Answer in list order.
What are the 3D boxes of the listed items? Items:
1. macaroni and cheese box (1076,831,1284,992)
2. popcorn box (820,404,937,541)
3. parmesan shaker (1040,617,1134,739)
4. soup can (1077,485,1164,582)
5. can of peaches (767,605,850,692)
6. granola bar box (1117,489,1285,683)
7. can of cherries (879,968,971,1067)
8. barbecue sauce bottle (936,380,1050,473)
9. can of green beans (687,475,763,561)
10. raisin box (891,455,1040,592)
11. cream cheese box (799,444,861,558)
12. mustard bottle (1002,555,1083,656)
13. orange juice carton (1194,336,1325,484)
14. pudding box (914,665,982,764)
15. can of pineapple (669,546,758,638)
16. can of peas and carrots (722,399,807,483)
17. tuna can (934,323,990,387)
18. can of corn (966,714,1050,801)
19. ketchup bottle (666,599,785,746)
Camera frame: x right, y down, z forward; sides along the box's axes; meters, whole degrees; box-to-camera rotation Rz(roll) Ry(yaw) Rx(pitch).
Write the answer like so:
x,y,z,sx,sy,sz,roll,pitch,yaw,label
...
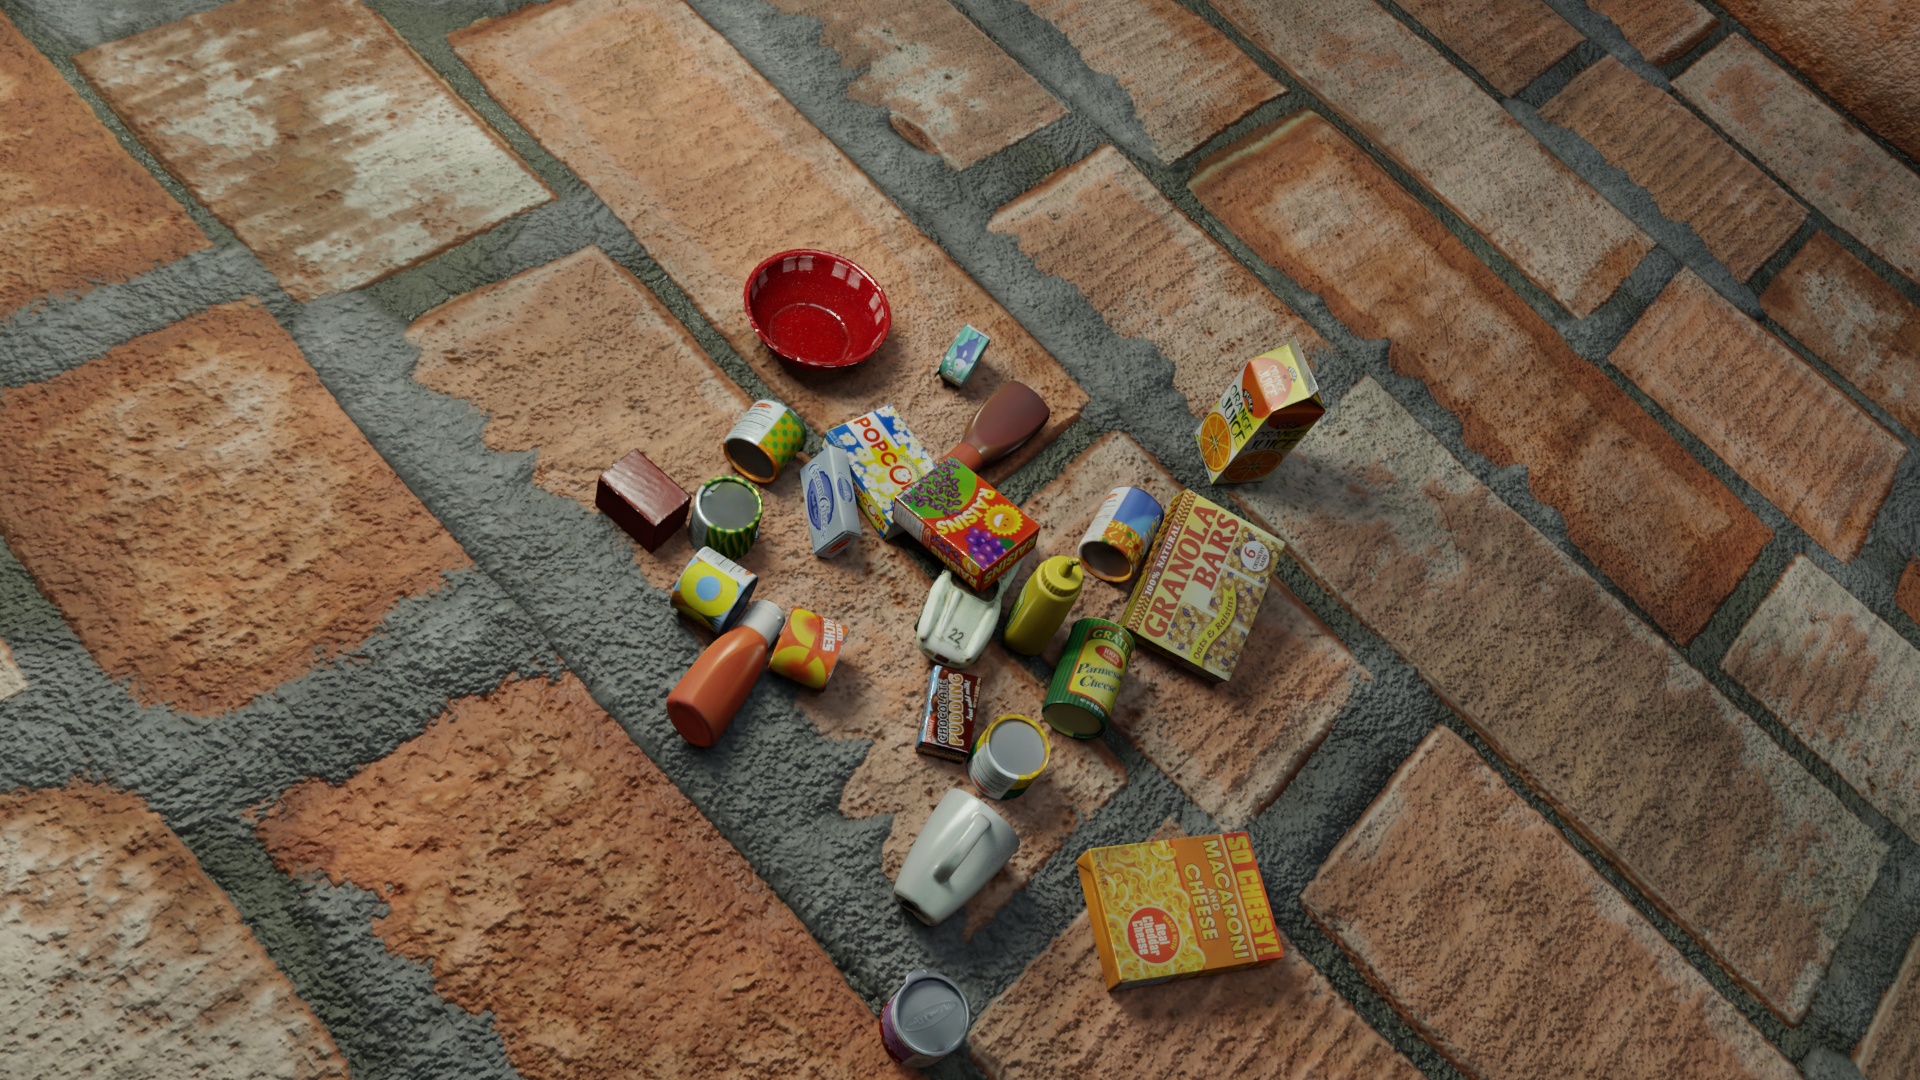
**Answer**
x,y,z,sx,sy,sz,roll,pitch,yaw,label
0.203,0.342,1.290,0.167,0.040,0.124,-2,60,-19,macaroni and cheese box
-0.076,-0.073,1.447,0.085,0.038,0.127,-26,71,-30,popcorn box
0.129,0.138,1.374,0.071,0.071,0.103,26,55,-3,parmesan shaker
0.173,-0.005,1.475,0.071,0.071,0.084,32,56,2,soup can
-0.141,0.100,1.301,0.058,0.071,0.071,23,55,-3,can of peaches
0.251,0.048,1.453,0.124,0.039,0.166,28,73,-7,granola bar box
-0.031,0.400,1.163,0.071,0.058,0.072,8,58,-13,can of cherries
0.032,-0.112,1.506,0.065,0.043,0.149,40,56,8,barbecue sauce bottle
-0.229,-0.022,1.352,0.071,0.057,0.071,9,58,-14,can of green beans
0.005,-0.017,1.380,0.123,0.039,0.086,39,56,21,raisin box
-0.131,-0.039,1.398,0.024,0.053,0.104,15,52,-42,cream cheese box
0.085,0.054,1.352,0.049,0.159,0.065,23,54,-3,mustard bottle
0.338,-0.141,1.538,0.073,0.191,0.072,-4,63,-20,orange juice carton
-0.011,0.166,1.329,0.050,0.030,0.084,17,56,-8,pudding box
-0.232,0.049,1.304,0.058,0.070,0.071,31,55,2,can of pineapple
-0.197,-0.098,1.407,0.071,0.070,0.059,32,56,2,can of peas and carrots
0.002,-0.202,1.538,0.033,0.070,0.071,31,55,1,tuna can
0.047,0.203,1.310,0.071,0.058,0.071,9,58,-14,can of corn
-0.210,0.116,1.275,0.043,0.064,0.149,5,42,27,ketchup bottle
